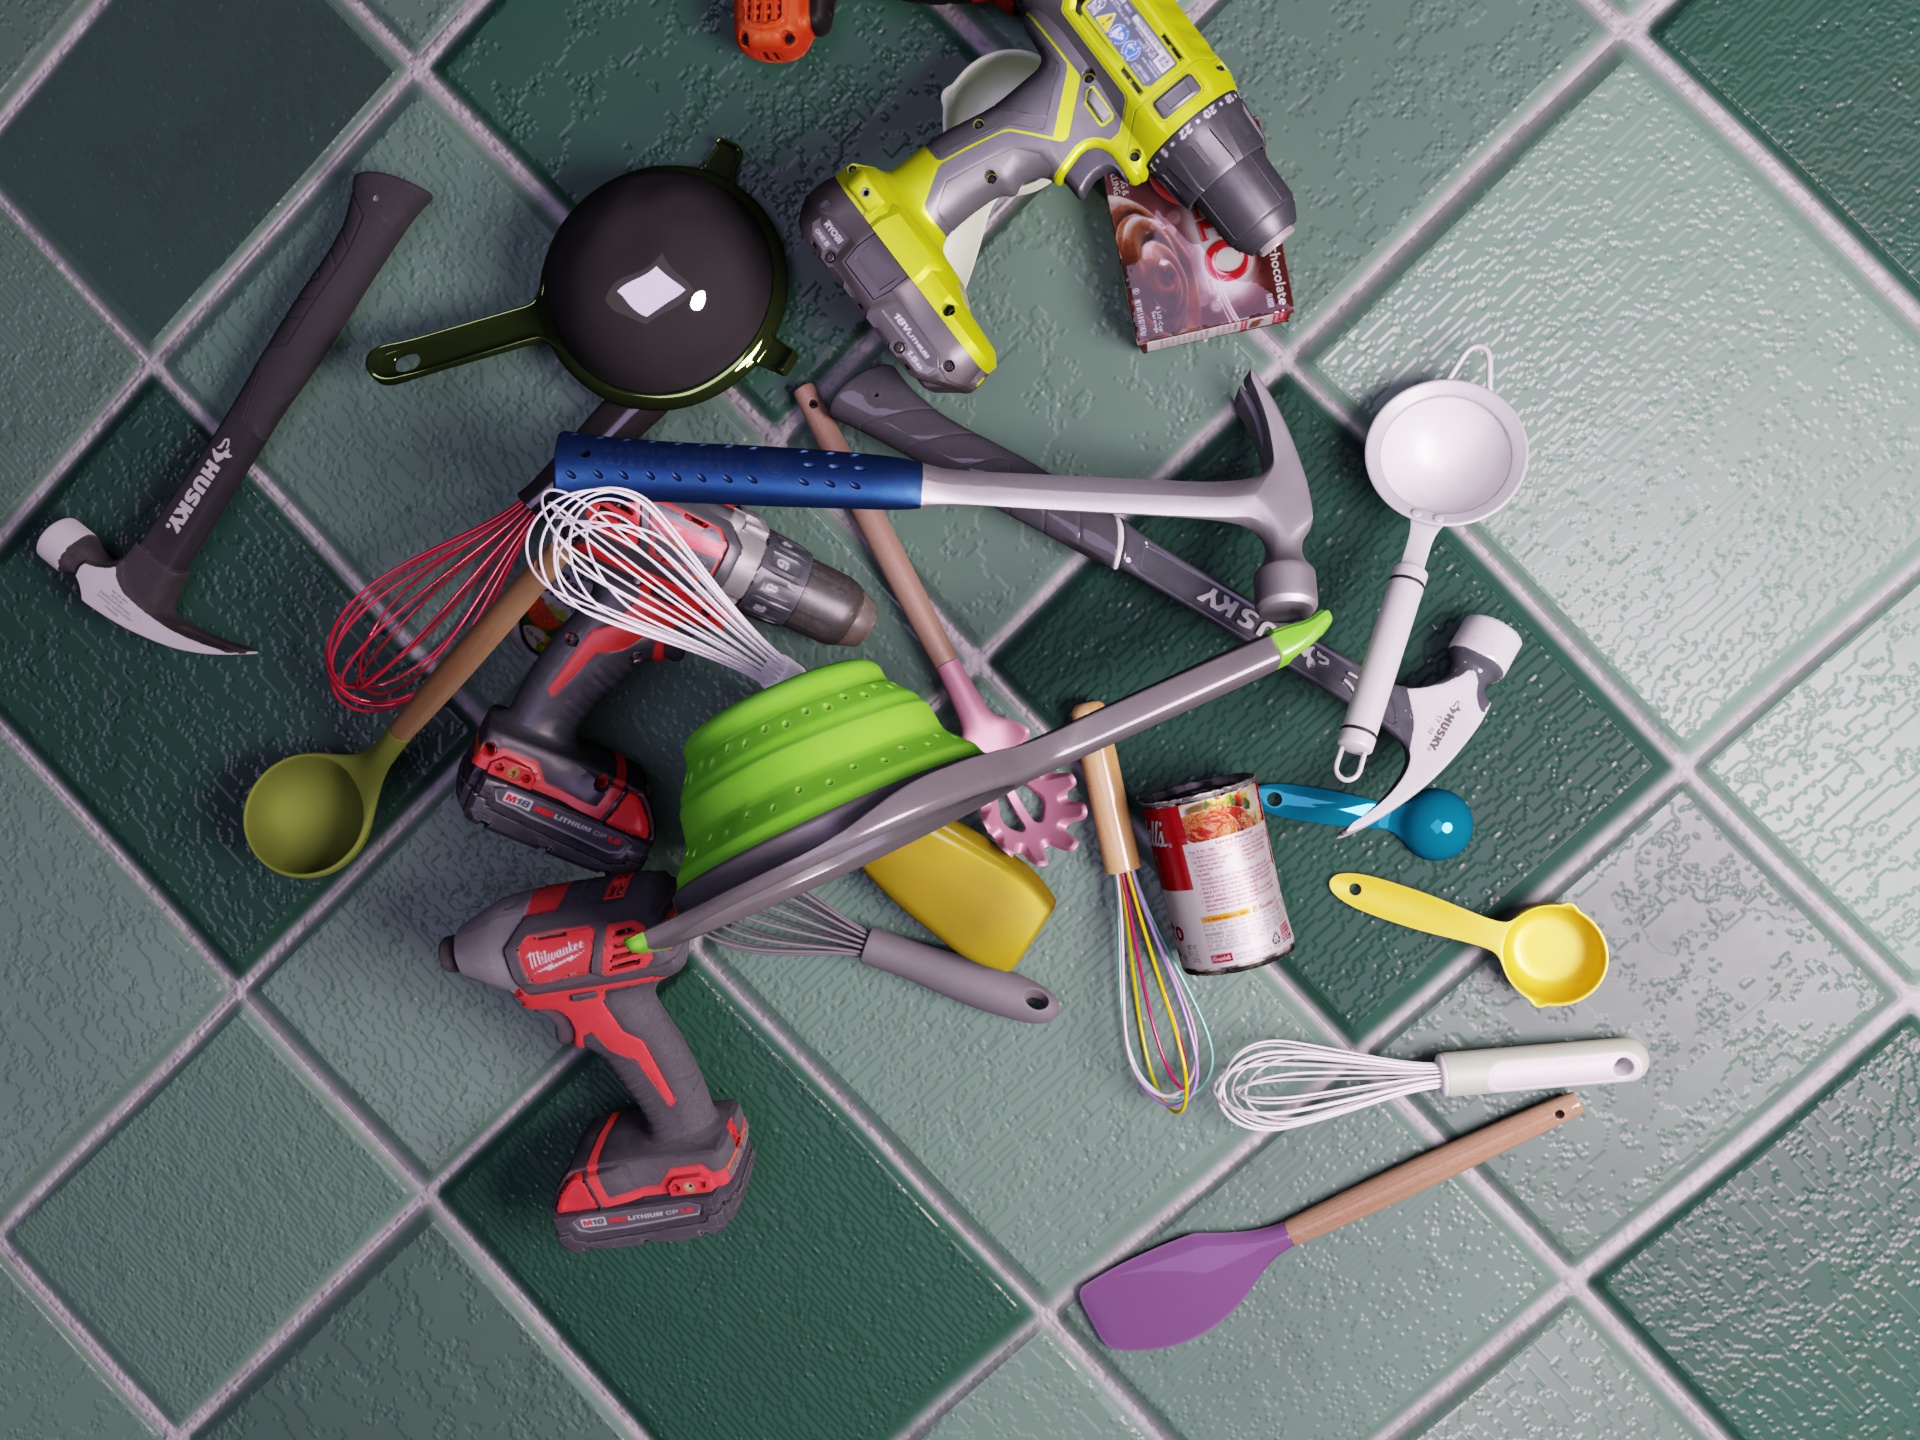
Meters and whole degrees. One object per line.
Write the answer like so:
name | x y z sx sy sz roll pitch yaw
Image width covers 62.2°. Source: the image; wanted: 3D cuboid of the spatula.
spatula | 0.218 0.293 0.935 0.316 0.018 0.060 -29 91 10

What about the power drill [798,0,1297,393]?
power drill | 0.047 -0.280 0.854 0.228 0.080 0.190 -37 92 10

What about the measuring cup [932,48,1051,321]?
measuring cup | 0.014 -0.297 0.915 0.083 0.038 0.167 23 103 5

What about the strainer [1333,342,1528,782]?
strainer | 0.244 -0.084 0.862 0.087 0.050 0.258 18 74 14

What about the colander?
colander | -0.001 -0.003 0.825 0.397 0.204 0.094 -24 84 -5

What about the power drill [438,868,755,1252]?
power drill | -0.209 0.195 0.927 0.143 0.079 0.219 -10 111 9

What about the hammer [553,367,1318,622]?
hammer | -0.010 -0.131 0.859 0.405 0.035 0.144 2 68 -6

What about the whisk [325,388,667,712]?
whisk | -0.272 -0.115 0.958 0.296 0.073 0.073 -44 88 3

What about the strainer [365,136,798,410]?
strainer | -0.229 -0.246 0.915 0.256 0.069 0.151 -16 81 2

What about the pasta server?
pasta server | -0.019 -0.059 0.934 0.060 0.040 0.316 -27 88 -13

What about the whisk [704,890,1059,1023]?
whisk | -0.055 0.137 0.949 0.239 0.055 0.055 18 97 2

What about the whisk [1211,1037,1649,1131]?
whisk | 0.267 0.203 0.908 0.246 0.059 0.057 -6 105 4

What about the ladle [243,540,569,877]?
ladle | -0.320 -0.005 0.915 0.320 0.062 0.078 -39 78 34

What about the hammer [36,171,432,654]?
hammer | -0.428 -0.192 0.984 0.146 0.035 0.335 37 98 5

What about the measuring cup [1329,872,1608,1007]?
measuring cup | 0.290 0.116 0.914 0.156 0.029 0.062 18 97 18

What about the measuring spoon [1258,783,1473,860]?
measuring spoon | 0.230 0.054 0.914 0.128 0.021 0.042 9 95 6

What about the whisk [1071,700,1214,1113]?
whisk | 0.103 0.109 0.927 0.051 0.047 0.245 -12 89 10

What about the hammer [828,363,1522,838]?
hammer | 0.103 -0.086 0.904 0.409 0.036 0.149 31 80 8

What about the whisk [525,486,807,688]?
whisk | -0.119 -0.040 0.866 0.070 0.070 0.284 -45 131 9

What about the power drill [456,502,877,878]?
power drill | -0.172 -0.024 0.925 0.187 0.080 0.226 25 100 -20
